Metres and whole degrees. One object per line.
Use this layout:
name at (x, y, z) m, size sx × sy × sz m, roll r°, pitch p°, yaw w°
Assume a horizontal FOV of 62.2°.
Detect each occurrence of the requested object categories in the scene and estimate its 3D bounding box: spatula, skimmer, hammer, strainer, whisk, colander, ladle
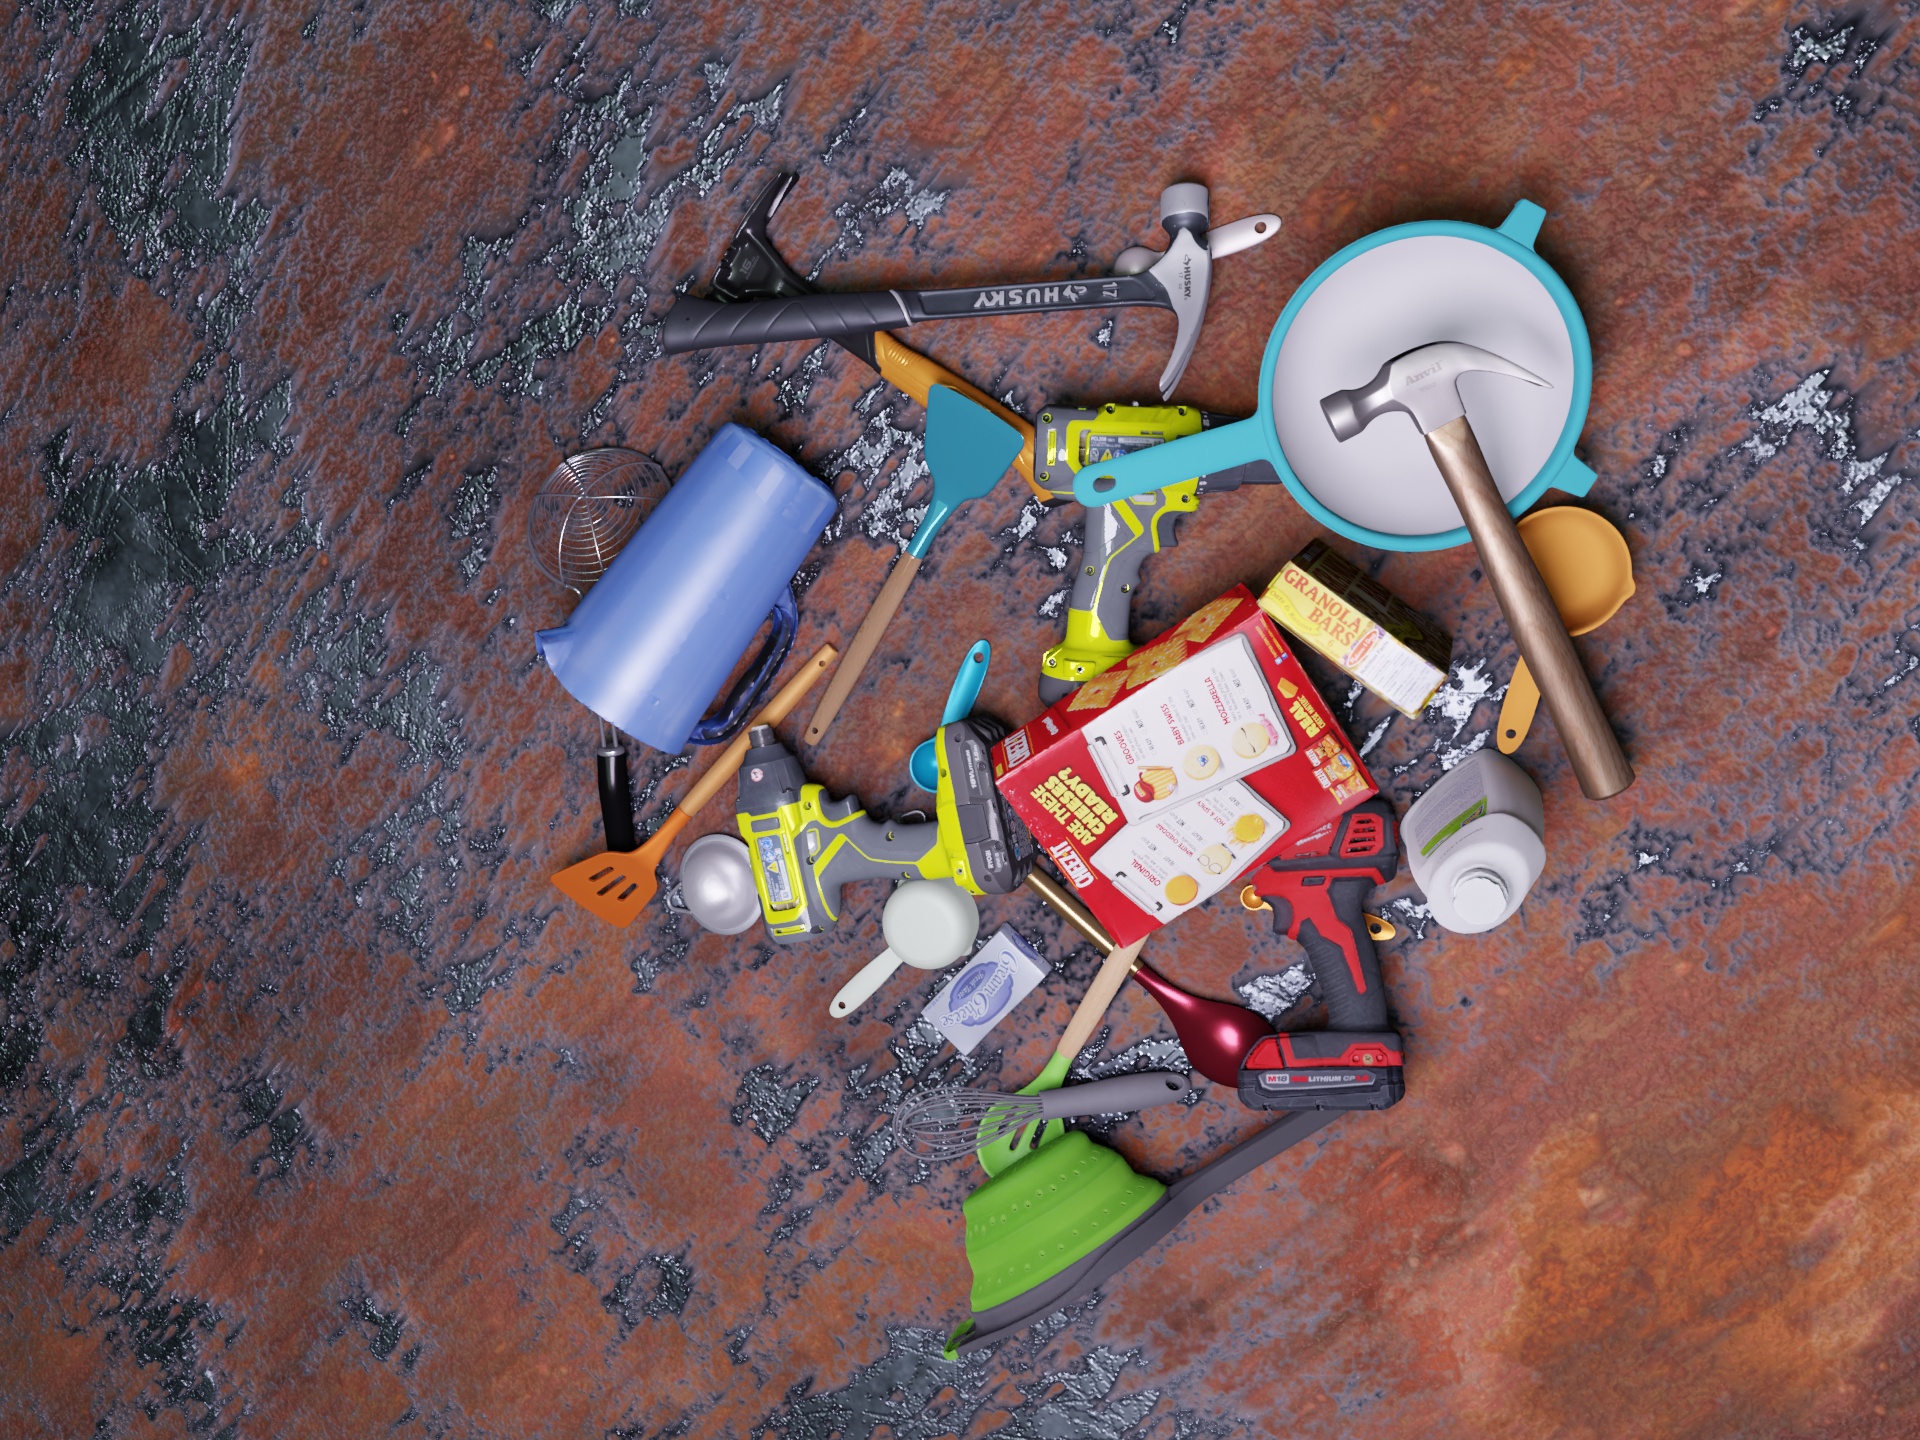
spatula at (-0.213, 0.053, 1.319) m, size 0.081 × 0.041 × 0.322 m, roll 39°, pitch 102°, yaw -22°
skimmer at (-0.289, -0.042, 1.338) m, size 0.127 × 0.090 × 0.363 m, roll 2°, pitch 111°, yaw 10°
hammer at (0.364, -0.094, 1.038) m, size 0.130 × 0.031 × 0.331 m, roll -27°, pitch 104°, yaw 13°
strainer at (0.242, -0.209, 1.077) m, size 0.340 × 0.095 × 0.211 m, roll -15°, pitch 106°, yaw 10°
whisk at (0.065, 0.301, 1.232) m, size 0.239 × 0.055 × 0.055 m, roll -7°, pitch 99°, yaw -10°
strainer at (-0.145, 0.118, 1.316) m, size 0.258 × 0.050 × 0.087 m, roll -20°, pitch 89°, yaw 17°
hammer at (-0.039, -0.276, 1.208) m, size 0.337 × 0.034 × 0.127 m, roll 36°, pitch 110°, yaw 9°
colander at (0.138, 0.335, 1.208) m, size 0.397 × 0.204 × 0.094 m, roll -32°, pitch 79°, yaw 3°
ladle at (0.121, 0.177, 1.247) m, size 0.315 × 0.031 × 0.069 m, roll 41°, pitch 111°, yaw 9°
hammer at (-0.024, -0.295, 1.153) m, size 0.409 × 0.036 × 0.149 m, roll -1°, pitch 81°, yaw 14°
spatula at (-0.053, -0.107, 1.234) m, size 0.082 × 0.044 × 0.317 m, roll 33°, pitch 112°, yaw 6°

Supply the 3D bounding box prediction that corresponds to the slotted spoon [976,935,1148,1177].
slotted spoon at (0.096, 0.242, 1.248) m, size 0.070 × 0.031 × 0.313 m, roll 25°, pitch 114°, yaw -1°

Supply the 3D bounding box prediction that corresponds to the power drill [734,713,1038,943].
power drill at (-0.065, 0.073, 1.233) m, size 0.223 × 0.080 × 0.171 m, roll -11°, pitch 92°, yaw 20°

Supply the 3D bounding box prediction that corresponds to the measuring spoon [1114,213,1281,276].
measuring spoon at (0.168, -0.337, 1.136) m, size 0.124 × 0.018 × 0.034 m, roll -15°, pitch 95°, yaw 19°

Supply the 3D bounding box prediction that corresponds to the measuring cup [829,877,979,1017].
measuring cup at (-0.056, 0.194, 1.299) m, size 0.083 × 0.038 × 0.167 m, roll 46°, pitch 108°, yaw 5°

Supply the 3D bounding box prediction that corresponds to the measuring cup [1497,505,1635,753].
measuring cup at (0.400, -0.064, 1.095) m, size 0.095 × 0.052 × 0.173 m, roll 16°, pitch 107°, yaw 15°

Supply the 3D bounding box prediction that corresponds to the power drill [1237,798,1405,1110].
power drill at (0.248, 0.168, 1.148) m, size 0.143 × 0.078 × 0.220 m, roll -4°, pitch 78°, yaw 14°

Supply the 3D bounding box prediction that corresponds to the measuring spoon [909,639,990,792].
measuring spoon at (-0.002, -0.004, 1.260) m, size 0.042 × 0.021 × 0.128 m, roll 23°, pitch 97°, yaw 11°

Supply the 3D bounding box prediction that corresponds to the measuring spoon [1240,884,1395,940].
measuring spoon at (0.270, 0.145, 1.201) m, size 0.117 × 0.011 × 0.021 m, roll 13°, pitch 103°, yaw 12°

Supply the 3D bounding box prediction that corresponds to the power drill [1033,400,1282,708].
power drill at (0.144, -0.113, 1.147) m, size 0.190 × 0.080 × 0.228 m, roll 3°, pitch 101°, yaw 0°
